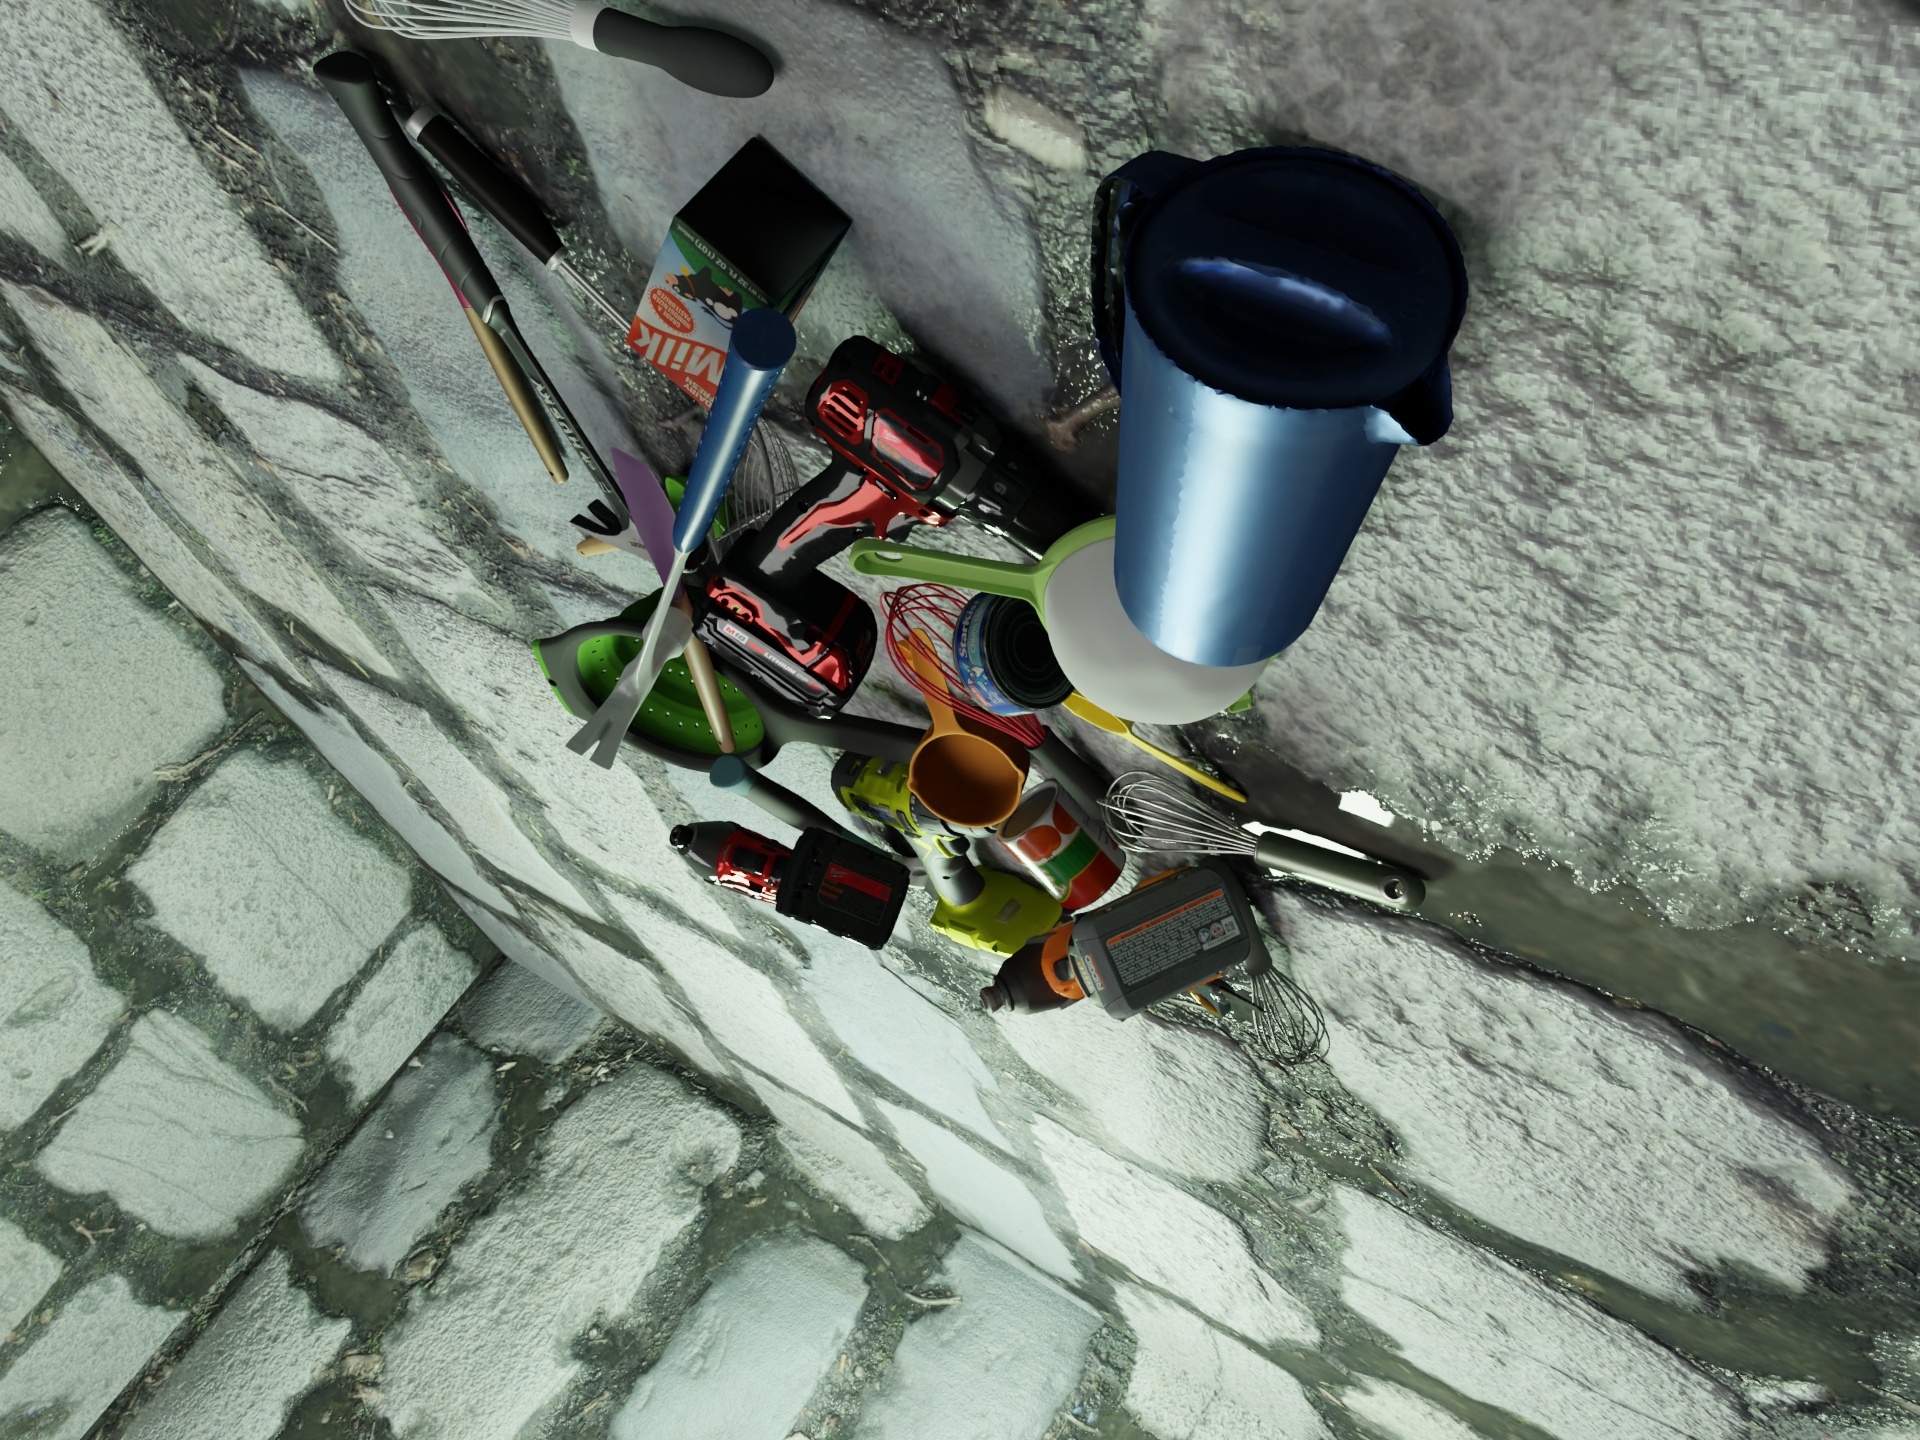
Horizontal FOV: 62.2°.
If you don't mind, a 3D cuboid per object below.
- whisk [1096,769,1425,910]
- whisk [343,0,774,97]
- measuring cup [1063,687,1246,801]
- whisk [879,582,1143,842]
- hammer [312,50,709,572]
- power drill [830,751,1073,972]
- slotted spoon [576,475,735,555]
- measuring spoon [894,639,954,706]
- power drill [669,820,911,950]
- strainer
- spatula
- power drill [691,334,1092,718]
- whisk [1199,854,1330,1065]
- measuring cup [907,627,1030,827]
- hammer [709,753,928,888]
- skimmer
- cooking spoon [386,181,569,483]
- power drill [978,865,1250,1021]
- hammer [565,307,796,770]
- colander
[{"bbox_3d":[0.202,0.086,1.096,0.246,0.058,0.059,16,-177,33],"label":"whisk"},{"bbox_3d":[-0.218,-0.373,0.839,0.285,0.070,0.070,23,153,18],"label":"whisk"},{"bbox_3d":[0.135,0.008,1.073,0.156,0.029,0.062,30,170,-14],"label":"measuring cup"},{"bbox_3d":[0.043,0.001,1.144,0.295,0.073,0.073,44,156,-30],"label":"whisk"},{"bbox_3d":[-0.322,-0.276,1.130,0.149,0.036,0.408,17,145,46],"label":"hammer"},{"bbox_3d":[0.005,0.119,1.376,0.191,0.080,0.228,13,144,48],"label":"power drill"},{"bbox_3d":[-0.258,-0.159,1.304,0.070,0.031,0.314,48,156,-22],"label":"slotted spoon"},{"bbox_3d":[-0.017,-0.024,1.237,0.021,0.011,0.116,16,152,47],"label":"measuring spoon"},{"bbox_3d":[-0.158,0.134,1.413,0.143,0.078,0.220,28,167,-36],"label":"power drill"},{"bbox_3d":[0.059,-0.053,0.894,0.256,0.069,0.151,11,146,2],"label":"strainer"},{"bbox_3d":[-0.206,-0.077,1.194,0.060,0.018,0.315,32,150,28],"label":"spatula"},{"bbox_3d":[-0.043,-0.103,0.971,0.188,0.080,0.226,34,128,-10],"label":"power drill"},{"bbox_3d":[0.233,0.189,1.231,0.055,0.055,0.238,11,140,45],"label":"whisk"},{"bbox_3d":[-0.002,-0.004,1.196,0.095,0.052,0.173,-7,118,22],"label":"measuring cup"},{"bbox_3d":[-0.127,0.096,1.444,0.128,0.033,0.330,10,165,29],"label":"hammer"},{"bbox_3d":[-0.239,-0.242,1.049,0.363,0.090,0.127,45,156,-15],"label":"skimmer"},{"bbox_3d":[-0.361,-0.297,1.206,0.069,0.017,0.318,24,152,28],"label":"cooking spoon"},{"bbox_3d":[0.107,0.179,1.200,0.084,0.164,0.226,67,164,6],"label":"power drill"},{"bbox_3d":[-0.172,-0.103,0.986,0.035,0.144,0.405,29,147,-6],"label":"hammer"},{"bbox_3d":[-0.155,-0.034,1.331,0.397,0.095,0.204,11,147,16],"label":"colander"}]
